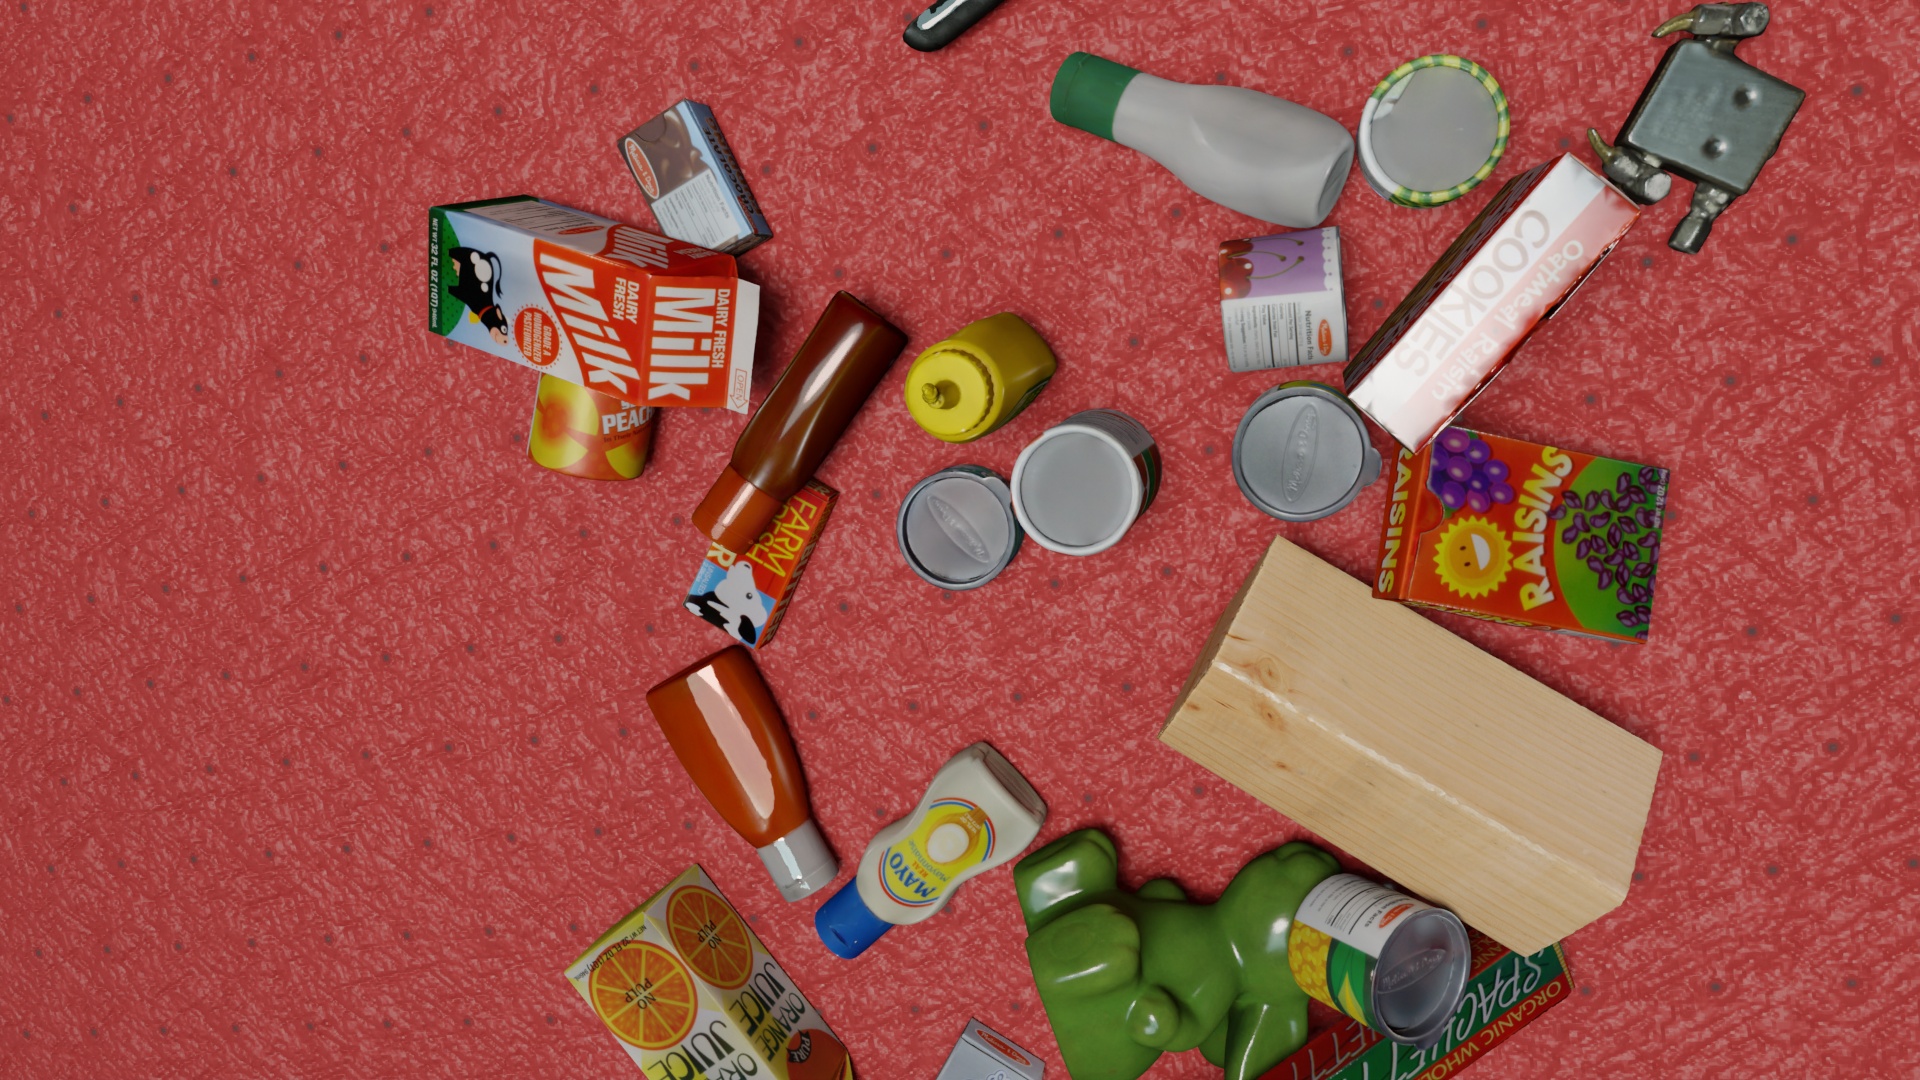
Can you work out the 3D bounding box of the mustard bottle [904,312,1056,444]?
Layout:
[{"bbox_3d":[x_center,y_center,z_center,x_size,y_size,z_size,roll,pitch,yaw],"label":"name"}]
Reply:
[{"bbox_3d":[0.005,-0.076,0.679,0.065,0.161,0.049,-43,89,19],"label":"mustard bottle"}]

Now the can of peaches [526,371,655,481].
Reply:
[{"bbox_3d":[-0.205,-0.069,0.783,0.071,0.071,0.058,17,104,11],"label":"can of peaches"}]

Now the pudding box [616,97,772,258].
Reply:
[{"bbox_3d":[-0.146,-0.194,0.765,0.049,0.030,0.083,-26,93,19],"label":"pudding box"}]

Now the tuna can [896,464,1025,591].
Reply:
[{"bbox_3d":[0.003,-0.010,0.758,0.071,0.033,0.071,3,101,14],"label":"tuna can"}]

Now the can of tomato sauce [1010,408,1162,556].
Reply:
[{"bbox_3d":[0.065,-0.029,0.712,0.071,0.083,0.071,3,100,14],"label":"can of tomato sauce"}]

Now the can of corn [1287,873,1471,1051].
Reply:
[{"bbox_3d":[0.205,0.206,0.681,0.071,0.058,0.071,-4,97,-30],"label":"can of corn"}]

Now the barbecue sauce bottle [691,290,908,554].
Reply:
[{"bbox_3d":[-0.088,-0.061,0.743,0.044,0.065,0.148,37,96,8],"label":"barbecue sauce bottle"}]

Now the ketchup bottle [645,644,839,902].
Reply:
[{"bbox_3d":[-0.122,0.138,0.811,0.064,0.044,0.148,-28,92,18],"label":"ketchup bottle"}]

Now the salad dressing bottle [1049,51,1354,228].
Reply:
[{"bbox_3d":[0.115,-0.199,0.678,0.148,0.064,0.043,28,149,21],"label":"salad dressing bottle"}]

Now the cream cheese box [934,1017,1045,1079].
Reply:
[{"bbox_3d":[0.003,0.341,0.825,0.053,0.024,0.103,30,106,8],"label":"cream cheese box"}]

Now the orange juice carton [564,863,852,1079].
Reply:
[{"bbox_3d":[-0.137,0.298,0.828,0.071,0.073,0.192,-39,89,17],"label":"orange juice carton"}]

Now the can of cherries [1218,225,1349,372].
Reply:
[{"bbox_3d":[0.159,-0.119,0.684,0.058,0.072,0.071,-5,99,16],"label":"can of cherries"}]

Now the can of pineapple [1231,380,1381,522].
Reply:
[{"bbox_3d":[0.172,-0.045,0.695,0.071,0.058,0.071,3,101,14],"label":"can of pineapple"}]

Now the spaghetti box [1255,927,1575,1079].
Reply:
[{"bbox_3d":[0.199,0.272,0.701,0.250,0.029,0.050,-31,111,-9],"label":"spaghetti box"}]

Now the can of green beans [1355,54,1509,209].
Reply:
[{"bbox_3d":[0.222,-0.192,0.656,0.071,0.058,0.071,3,101,14],"label":"can of green beans"}]

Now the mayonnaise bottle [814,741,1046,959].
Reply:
[{"bbox_3d":[-0.022,0.183,0.794,0.065,0.041,0.147,46,107,1],"label":"mayonnaise bottle"}]

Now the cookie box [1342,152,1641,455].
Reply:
[{"bbox_3d":[0.225,-0.104,0.613,0.040,0.168,0.122,40,107,4],"label":"cookie box"}]

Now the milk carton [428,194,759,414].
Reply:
[{"bbox_3d":[-0.188,-0.126,0.742,0.191,0.074,0.072,19,116,22],"label":"milk carton"}]

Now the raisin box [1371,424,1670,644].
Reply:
[{"bbox_3d":[0.265,-0.002,0.659,0.123,0.040,0.086,11,87,-7],"label":"raisin box"}]

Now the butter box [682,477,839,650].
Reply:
[{"bbox_3d":[-0.114,0.006,0.795,0.053,0.024,0.103,29,106,8],"label":"butter box"}]
